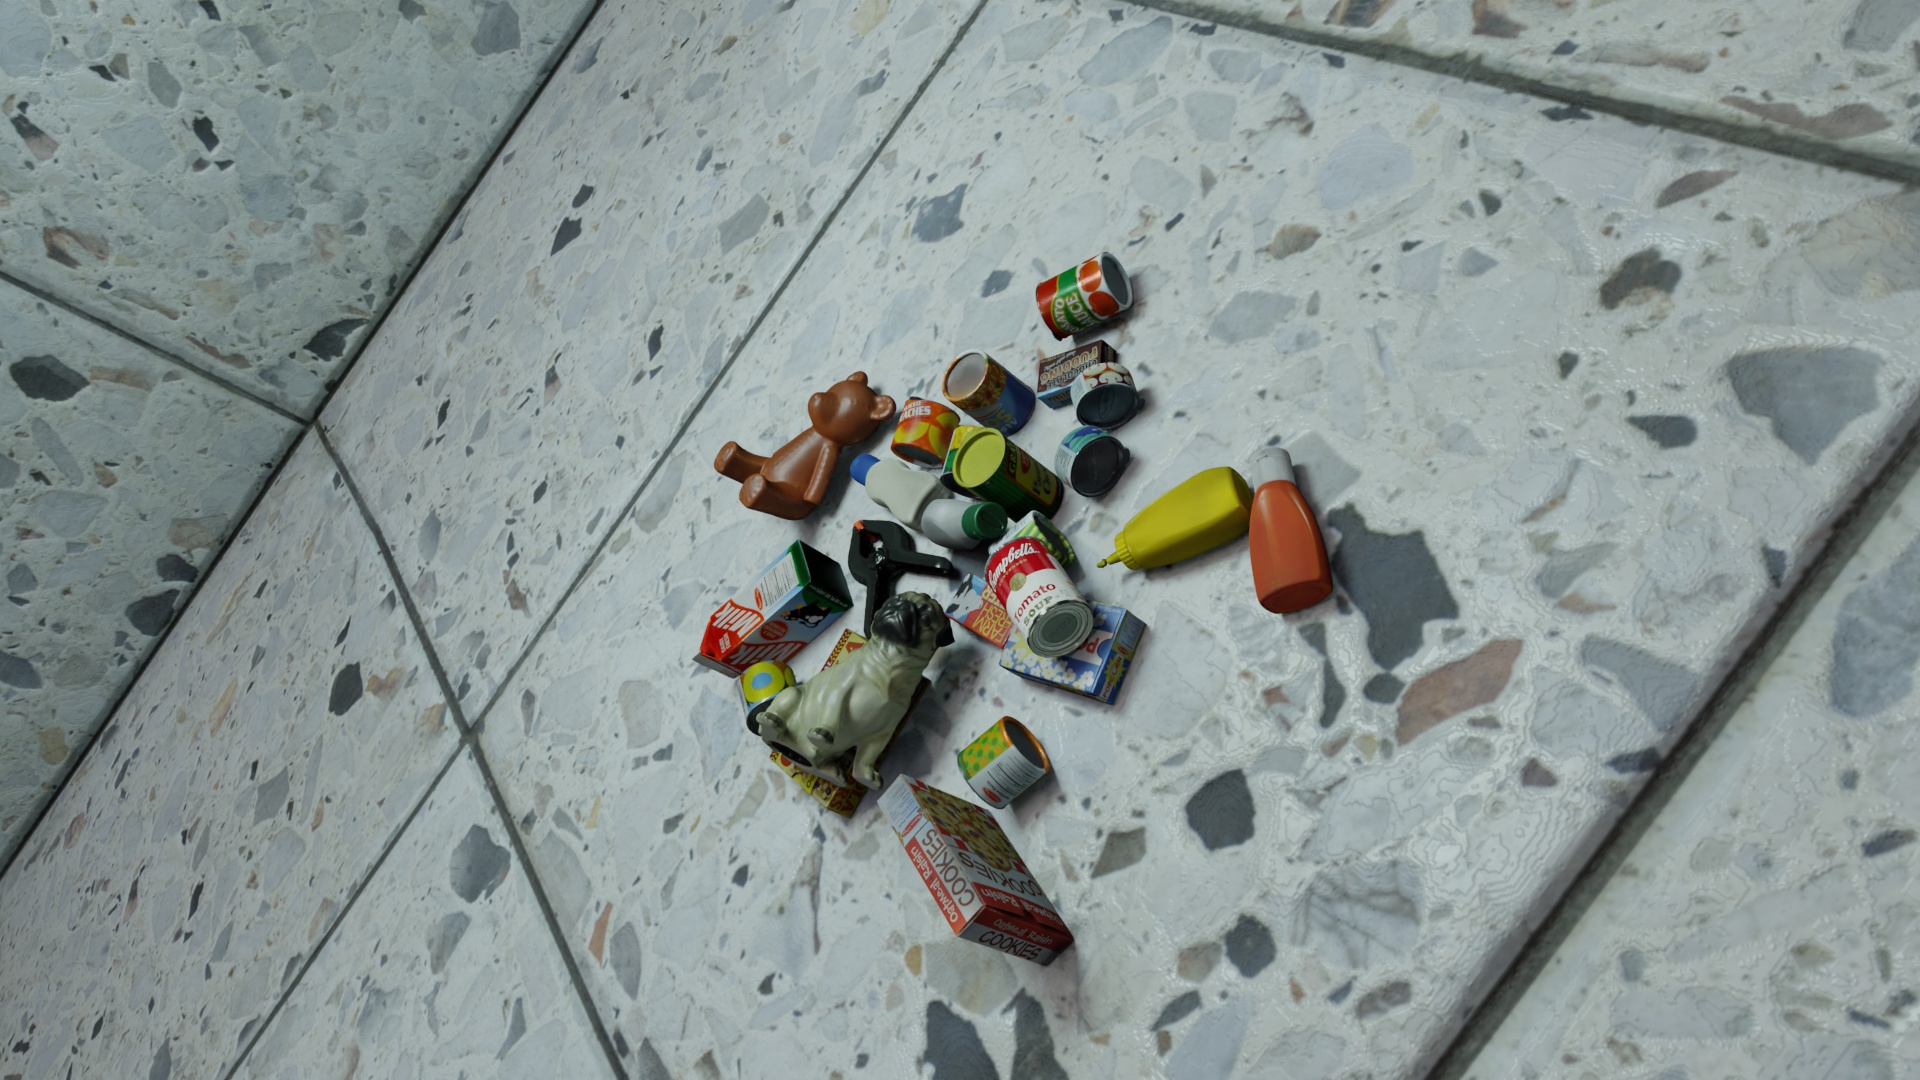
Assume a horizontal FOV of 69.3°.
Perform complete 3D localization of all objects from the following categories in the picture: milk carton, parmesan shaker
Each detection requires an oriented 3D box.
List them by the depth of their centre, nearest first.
[{"bbox_3d":[0.049,-0.064,1.414,0.071,0.103,0.071,-23,52,33],"label":"parmesan shaker"},{"bbox_3d":[-0.221,0.093,1.597,0.190,0.072,0.074,-40,44,17],"label":"milk carton"}]

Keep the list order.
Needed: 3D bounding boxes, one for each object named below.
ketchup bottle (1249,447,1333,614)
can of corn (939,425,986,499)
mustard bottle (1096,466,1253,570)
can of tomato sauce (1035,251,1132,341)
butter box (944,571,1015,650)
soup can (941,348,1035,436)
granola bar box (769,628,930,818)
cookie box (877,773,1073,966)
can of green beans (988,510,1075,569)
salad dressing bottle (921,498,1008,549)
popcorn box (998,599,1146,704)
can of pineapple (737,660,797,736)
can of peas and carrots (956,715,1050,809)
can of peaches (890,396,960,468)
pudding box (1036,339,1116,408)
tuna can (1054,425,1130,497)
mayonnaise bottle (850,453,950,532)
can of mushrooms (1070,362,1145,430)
[{"bbox_3d":[0.280,-0.013,1.207,0.064,0.043,0.149,-25,50,30],"label":"ketchup bottle"},{"bbox_3d":[0.019,-0.083,1.484,0.071,0.071,0.058,-3,63,43],"label":"can of corn"},{"bbox_3d":[0.193,-0.010,1.284,0.160,0.049,0.065,-28,49,29],"label":"mustard bottle"},{"bbox_3d":[0.133,-0.261,1.485,0.083,0.071,0.071,-22,52,32],"label":"can of tomato sauce"},{"bbox_3d":[0.031,0.073,1.404,0.103,0.024,0.053,27,85,49],"label":"butter box"},{"bbox_3d":[0.029,-0.158,1.506,0.071,0.083,0.071,-23,52,33],"label":"soup can"},{"bbox_3d":[-0.119,0.189,1.464,0.124,0.039,0.165,27,85,49],"label":"granola bar box"},{"bbox_3d":[0.012,0.286,1.214,0.040,0.123,0.168,-50,42,9],"label":"cookie box"},{"bbox_3d":[0.071,0.013,1.373,0.057,0.071,0.071,-41,44,17],"label":"can of green beans"},{"bbox_3d":[0.005,-0.018,1.429,0.044,0.064,0.147,-58,17,-12],"label":"salad dressing bottle"},{"bbox_3d":[0.104,0.098,1.310,0.126,0.038,0.085,12,73,47],"label":"popcorn box"},{"bbox_3d":[-0.208,0.175,1.539,0.071,0.071,0.058,-42,43,16],"label":"can of pineapple"},{"bbox_3d":[0.040,0.203,1.284,0.058,0.071,0.071,-42,43,16],"label":"can of peas and carrots"},{"bbox_3d":[-0.041,-0.121,1.560,0.071,0.071,0.058,2,68,44],"label":"can of peaches"},{"bbox_3d":[0.122,-0.175,1.469,0.083,0.030,0.050,-14,57,38],"label":"pudding box"},{"bbox_3d":[0.130,-0.080,1.377,0.071,0.071,0.033,-54,41,4],"label":"tuna can"},{"bbox_3d":[-0.073,-0.061,1.577,0.148,0.041,0.065,31,87,50],"label":"mayonnaise bottle"},{"bbox_3d":[0.148,-0.145,1.401,0.071,0.071,0.033,-34,45,24],"label":"can of mushrooms"}]
